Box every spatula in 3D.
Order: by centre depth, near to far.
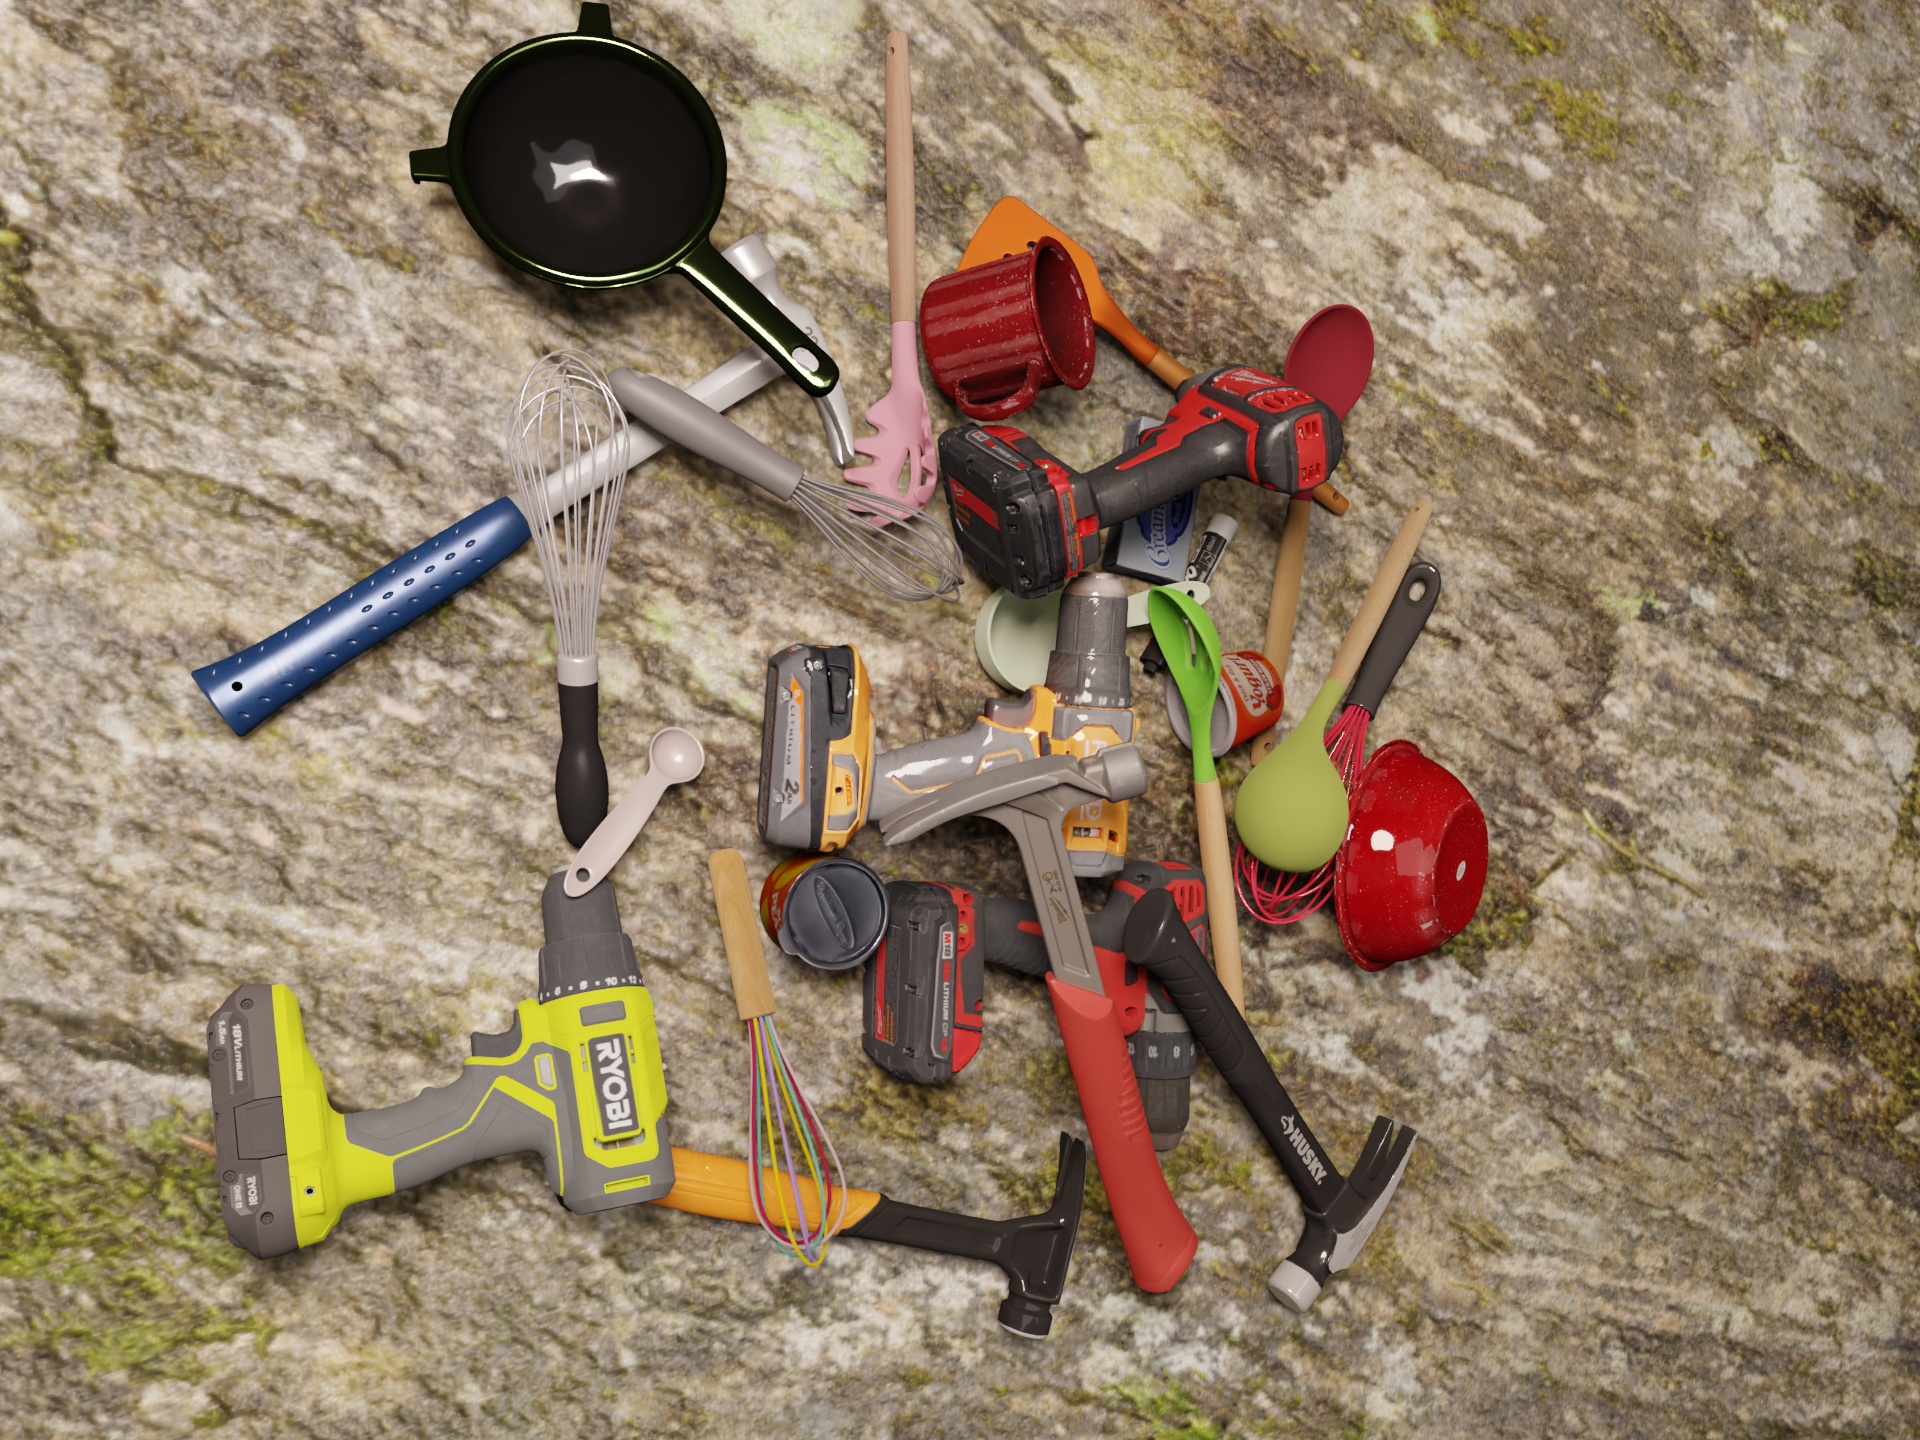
[{"bbox_3d":[0.141,-0.230,1.070,0.322,0.041,0.081,32,78,-22],"label":"spatula"}]

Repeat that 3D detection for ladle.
[{"bbox_3d":[0.267,-0.033,1.074,0.062,0.078,0.320,52,54,-28],"label":"ladle"},{"bbox_3d":[0.229,-0.123,1.084,0.069,0.031,0.315,7,95,-25],"label":"ladle"}]

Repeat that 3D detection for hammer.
[{"bbox_3d":[-0.239,-0.118,0.908,0.405,0.035,0.144,-37,102,-18],"label":"hammer"},{"bbox_3d":[0.069,0.190,0.935,0.149,0.037,0.358,-17,111,-3],"label":"hammer"},{"bbox_3d":[-0.081,0.288,0.966,0.336,0.034,0.127,17,84,-21],"label":"hammer"},{"bbox_3d":[0.195,0.232,1.031,0.146,0.035,0.334,-45,120,-21],"label":"hammer"}]

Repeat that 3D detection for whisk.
[{"bbox_3d":[-0.212,-0.060,0.878,0.070,0.070,0.284,-6,111,-22],"label":"whisk"},{"bbox_3d":[-0.098,-0.135,0.920,0.239,0.055,0.055,30,79,-14],"label":"whisk"},{"bbox_3d":[-0.113,0.195,0.932,0.047,0.051,0.245,-3,74,-44],"label":"whisk"},{"bbox_3d":[0.268,0.011,1.099,0.073,0.073,0.296,36,71,-18],"label":"whisk"}]

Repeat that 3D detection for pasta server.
[{"bbox_3d":[-0.040,-0.275,0.989,0.040,0.060,0.316,3,84,-56],"label":"pasta server"}]

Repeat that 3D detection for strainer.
[{"bbox_3d":[-0.171,-0.269,0.906,0.256,0.069,0.151,42,75,-5],"label":"strainer"}]

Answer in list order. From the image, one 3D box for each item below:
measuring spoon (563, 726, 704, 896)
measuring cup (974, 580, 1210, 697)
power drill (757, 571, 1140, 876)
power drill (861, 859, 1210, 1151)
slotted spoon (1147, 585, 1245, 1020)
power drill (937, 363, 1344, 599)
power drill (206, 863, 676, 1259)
[{"bbox_3d":[-0.191,0.054,0.918,0.034,0.018,0.124,41,58,-12],"label":"measuring spoon"},{"bbox_3d":[0.085,-0.065,1.037,0.167,0.038,0.083,-16,95,-23],"label":"measuring cup"},{"bbox_3d":[-0.002,-0.003,0.954,0.226,0.084,0.185,4,95,-13],"label":"power drill"},{"bbox_3d":[0.057,0.183,1.002,0.226,0.080,0.188,2,90,-25],"label":"power drill"},{"bbox_3d":[0.163,0.061,1.039,0.031,0.070,0.313,-16,108,-19],"label":"slotted spoon"},{"bbox_3d":[0.106,-0.160,0.972,0.219,0.143,0.078,-21,123,-15],"label":"power drill"},{"bbox_3d":[-0.276,0.183,0.859,0.228,0.080,0.191,-6,74,-22],"label":"power drill"}]
